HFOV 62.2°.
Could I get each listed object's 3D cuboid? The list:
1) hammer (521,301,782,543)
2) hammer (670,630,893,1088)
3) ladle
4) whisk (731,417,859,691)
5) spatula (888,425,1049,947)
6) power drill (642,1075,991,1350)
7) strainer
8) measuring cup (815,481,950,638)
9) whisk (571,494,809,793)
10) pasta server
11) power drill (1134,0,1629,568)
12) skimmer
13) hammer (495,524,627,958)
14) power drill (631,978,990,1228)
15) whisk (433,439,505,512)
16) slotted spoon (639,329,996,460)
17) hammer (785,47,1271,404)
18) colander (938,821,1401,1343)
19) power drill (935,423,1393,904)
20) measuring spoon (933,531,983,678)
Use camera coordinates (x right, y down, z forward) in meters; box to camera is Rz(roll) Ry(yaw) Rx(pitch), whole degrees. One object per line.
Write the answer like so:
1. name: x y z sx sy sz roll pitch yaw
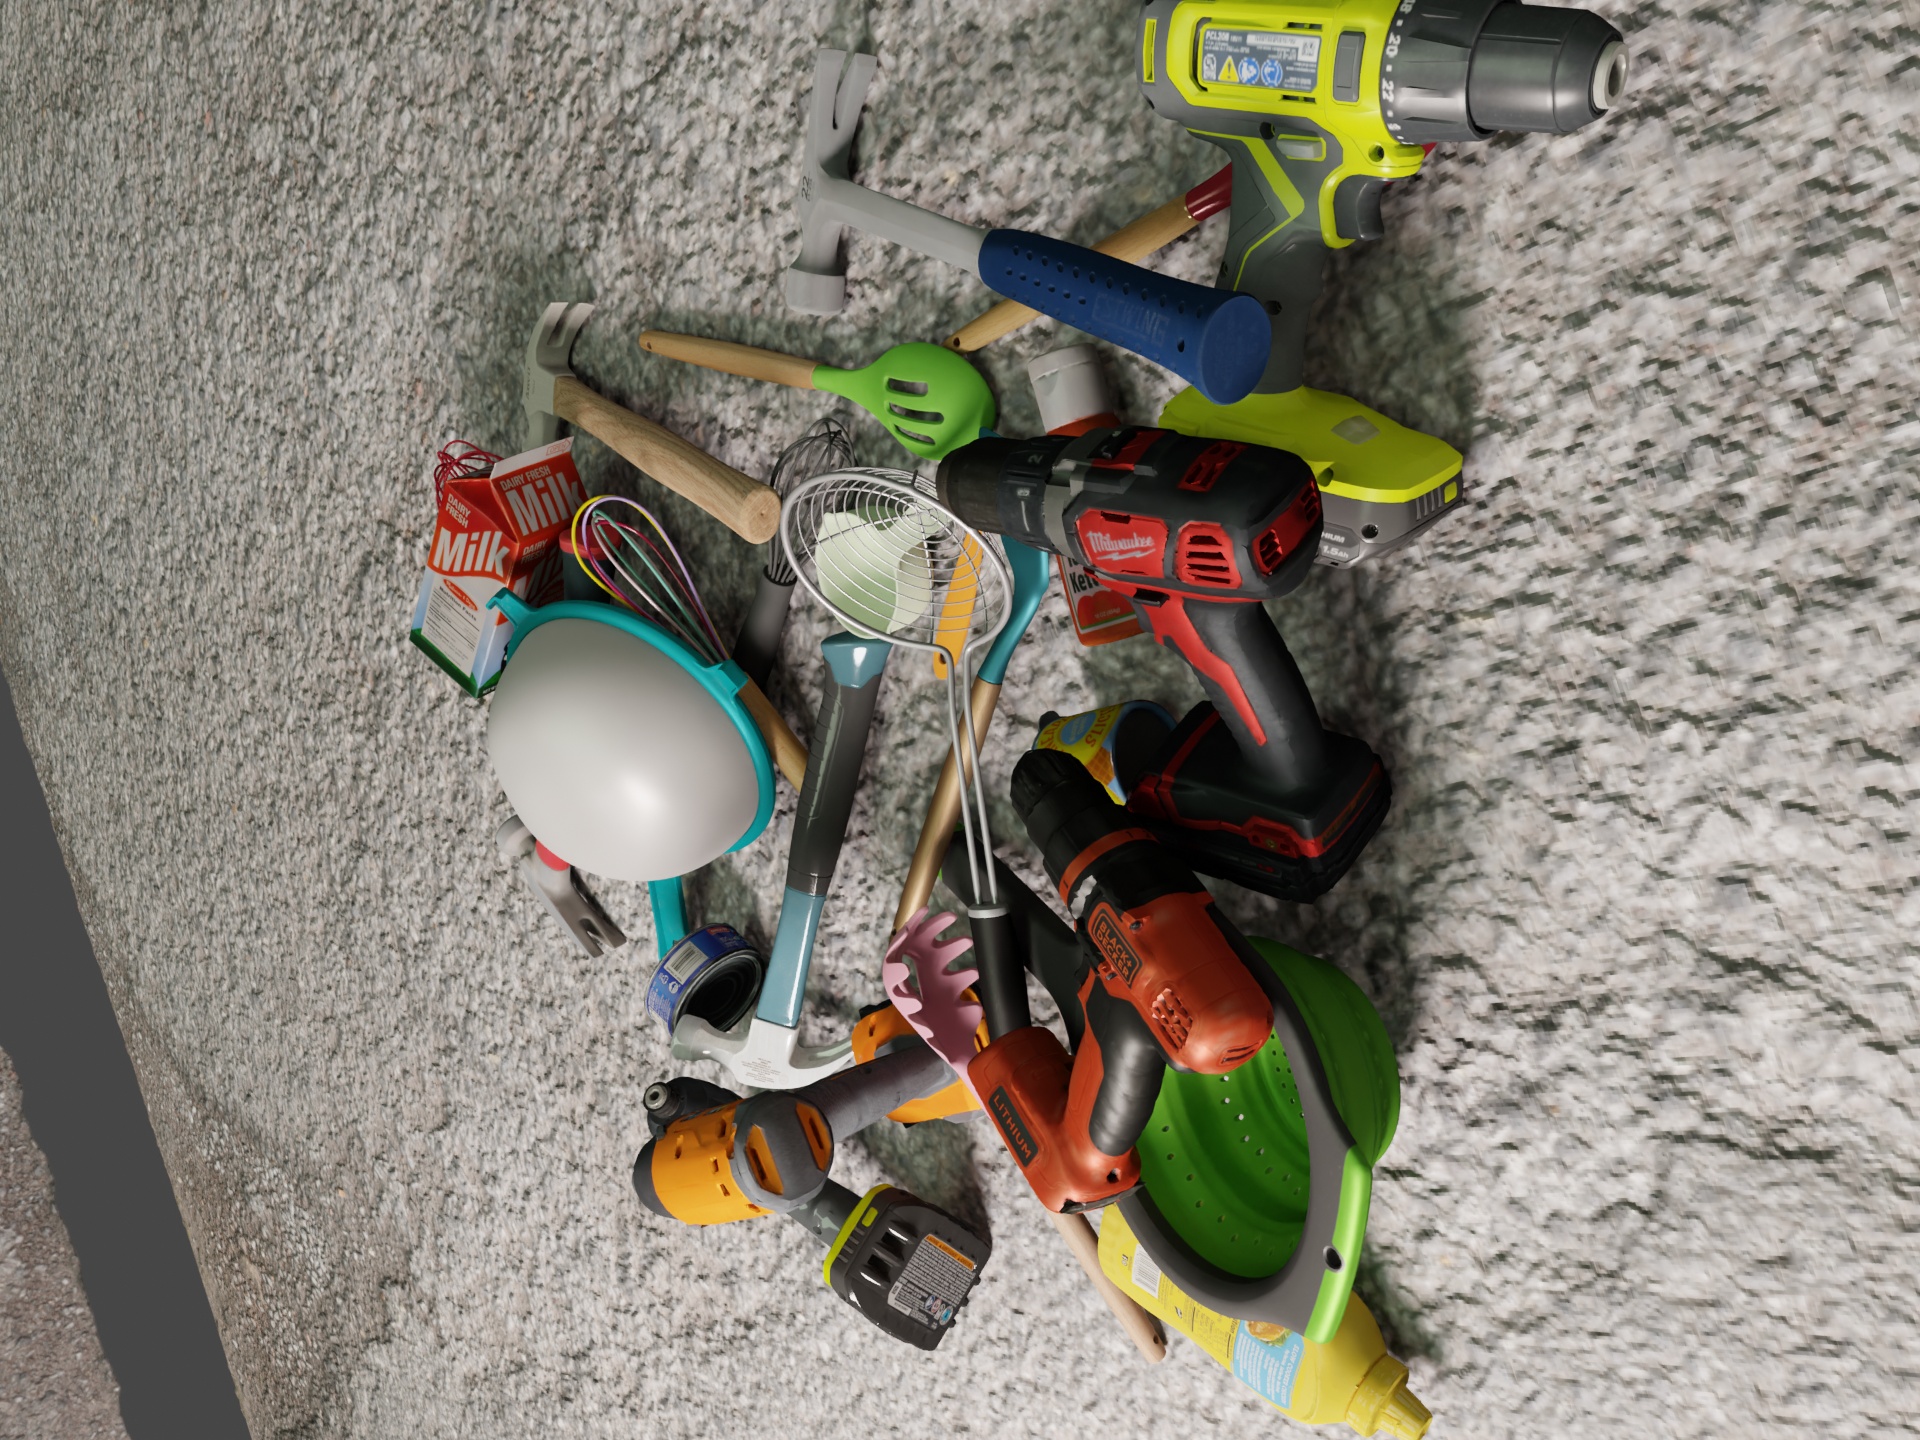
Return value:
1. hammer: -0.211 -0.186 1.040 0.332 0.031 0.130 33 124 45
2. hammer: -0.098 0.095 1.024 0.128 0.033 0.331 16 111 5
3. ladle: 0.094 -0.237 0.764 0.315 0.031 0.069 -18 92 48
4. whisk: -0.112 -0.089 1.003 0.055 0.055 0.238 47 135 23
5. spatula: -0.001 -0.003 0.897 0.082 0.044 0.317 49 127 54
6. power drill: -0.104 0.313 1.048 0.223 0.080 0.171 22 160 35
7. strainer: -0.231 0.081 1.074 0.211 0.095 0.340 18 134 20
8. measuring cup: -0.024 -0.105 0.903 0.167 0.038 0.083 -33 81 50
9. whisk: -0.163 -0.040 1.018 0.245 0.047 0.051 53 148 -11
10. pasta server: 0.042 0.244 0.909 0.040 0.060 0.316 -22 105 39
11. power drill: 0.160 -0.186 0.652 0.191 0.080 0.228 23 127 36
12. skimmer: -0.012 0.048 0.830 0.127 0.090 0.363 -4 98 37
13. hammer: -0.276 0.018 1.160 0.143 0.038 0.386 46 139 22
14. power drill: -0.082 0.228 0.939 0.164 0.226 0.084 -27 83 46
15. whisk: -0.295 -0.101 1.172 0.296 0.073 0.073 47 131 15
16. slotted spoon: -0.101 -0.210 0.964 0.314 0.031 0.070 22 133 41
17. hammer: 0.010 -0.229 0.758 0.406 0.035 0.144 41 129 52
18. colander: 0.107 0.143 0.841 0.397 0.094 0.204 41 132 51
19. power drill: 0.091 -0.035 0.721 0.188 0.080 0.226 16 143 43
20. measuring spoon: -0.002 -0.074 0.919 0.021 0.011 0.116 35 125 32
